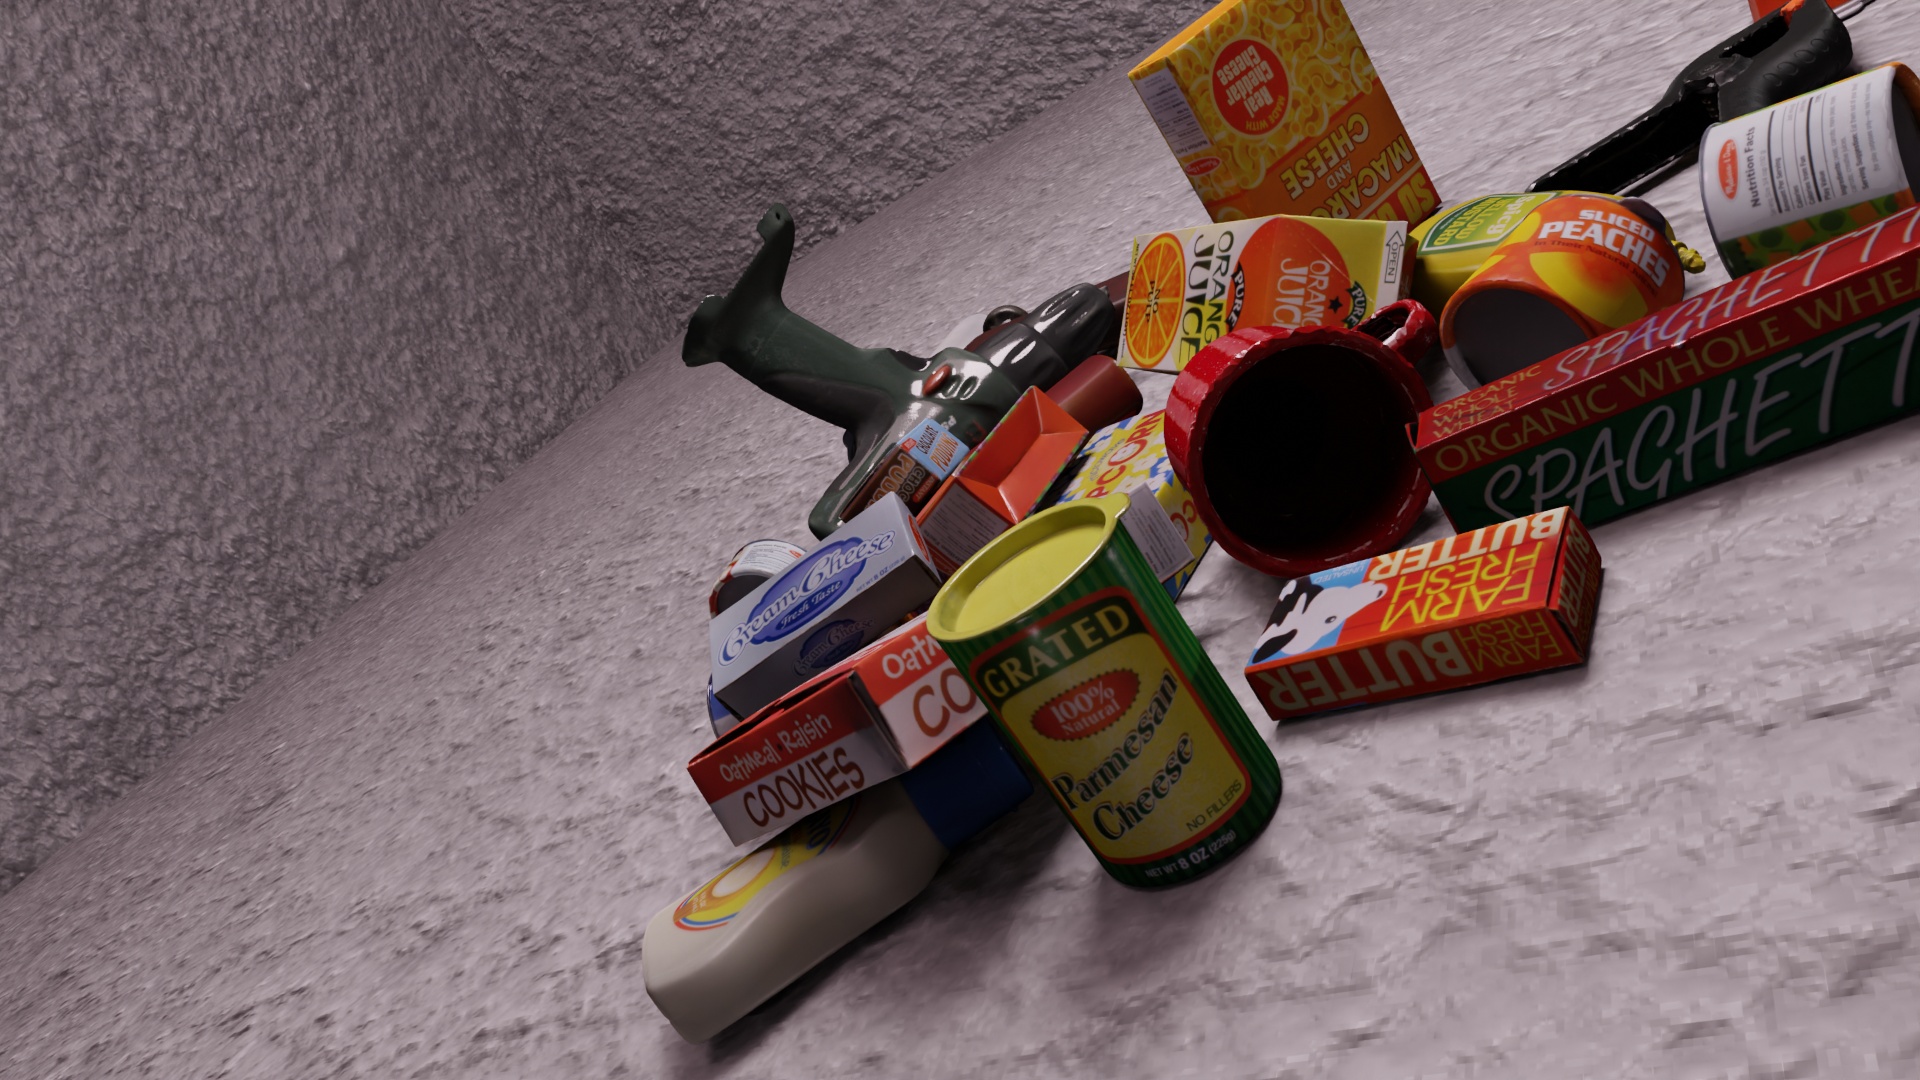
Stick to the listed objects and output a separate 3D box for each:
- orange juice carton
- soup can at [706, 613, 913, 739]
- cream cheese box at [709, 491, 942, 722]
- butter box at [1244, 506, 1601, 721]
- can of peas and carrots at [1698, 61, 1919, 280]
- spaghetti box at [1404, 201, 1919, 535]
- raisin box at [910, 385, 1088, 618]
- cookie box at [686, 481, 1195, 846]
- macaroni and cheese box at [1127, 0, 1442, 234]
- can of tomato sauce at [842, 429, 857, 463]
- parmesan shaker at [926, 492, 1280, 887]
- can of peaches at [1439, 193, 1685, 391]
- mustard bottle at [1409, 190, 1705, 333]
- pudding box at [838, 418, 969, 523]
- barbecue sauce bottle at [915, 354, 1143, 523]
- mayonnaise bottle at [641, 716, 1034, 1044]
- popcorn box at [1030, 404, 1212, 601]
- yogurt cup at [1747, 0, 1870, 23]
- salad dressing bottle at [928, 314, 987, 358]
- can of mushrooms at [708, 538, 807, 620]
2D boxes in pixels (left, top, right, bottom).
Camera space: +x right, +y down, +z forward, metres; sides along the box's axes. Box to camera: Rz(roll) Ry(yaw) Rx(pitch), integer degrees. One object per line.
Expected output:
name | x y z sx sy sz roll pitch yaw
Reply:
orange juice carton | 0.148 -0.109 0.654 0.073 0.071 0.193 5 7 -18
soup can | -0.061 0.065 0.628 0.083 0.071 0.072 -27 19 21
cream cheese box | -0.059 0.028 0.584 0.103 0.024 0.053 -35 33 9
butter box | 0.144 0.024 0.437 0.103 0.024 0.053 -19 23 40
can of peas and carrots | 0.298 -0.121 0.476 0.058 0.071 0.071 -13 27 49
spaghetti box | 0.259 -0.060 0.409 0.249 0.050 0.029 -24 19 30
raisin box | 0.002 -0.009 0.685 0.122 0.040 0.086 -50 2 46
cookie box | -0.007 0.045 0.522 0.168 0.040 0.122 -30 -2 -42
macaroni and cheese box | 0.185 -0.222 0.774 0.124 0.166 0.040 -41 19 -20
can of tomato sauce | -0.029 -0.071 0.926 0.071 0.071 0.083 -20 22 39
parmesan shaker | 0.047 0.046 0.424 0.071 0.103 0.071 -32 18 11
can of peaches | 0.221 -0.086 0.512 0.058 0.071 0.071 -43 19 -23
mustard bottle | 0.248 -0.118 0.582 0.065 0.048 0.160 -39 18 -9
pudding box | -0.027 -0.030 0.697 0.049 0.030 0.084 -51 1 16
barbecue sauce bottle | 0.033 -0.045 0.788 0.149 0.043 0.065 -38 4 -9
mayonnaise bottle | -0.044 0.118 0.502 0.148 0.041 0.065 -35 14 -1
popcorn box | 0.078 -0.015 0.637 0.085 0.038 0.127 -17 25 43
yogurt cup | 0.434 -0.298 0.711 0.072 0.054 0.072 -31 17 11
salad dressing bottle | -0.010 -0.122 1.070 0.064 0.044 0.148 -18 25 38
can of mushrooms | -0.108 0.037 0.796 0.071 0.071 0.034 -25 20 28
